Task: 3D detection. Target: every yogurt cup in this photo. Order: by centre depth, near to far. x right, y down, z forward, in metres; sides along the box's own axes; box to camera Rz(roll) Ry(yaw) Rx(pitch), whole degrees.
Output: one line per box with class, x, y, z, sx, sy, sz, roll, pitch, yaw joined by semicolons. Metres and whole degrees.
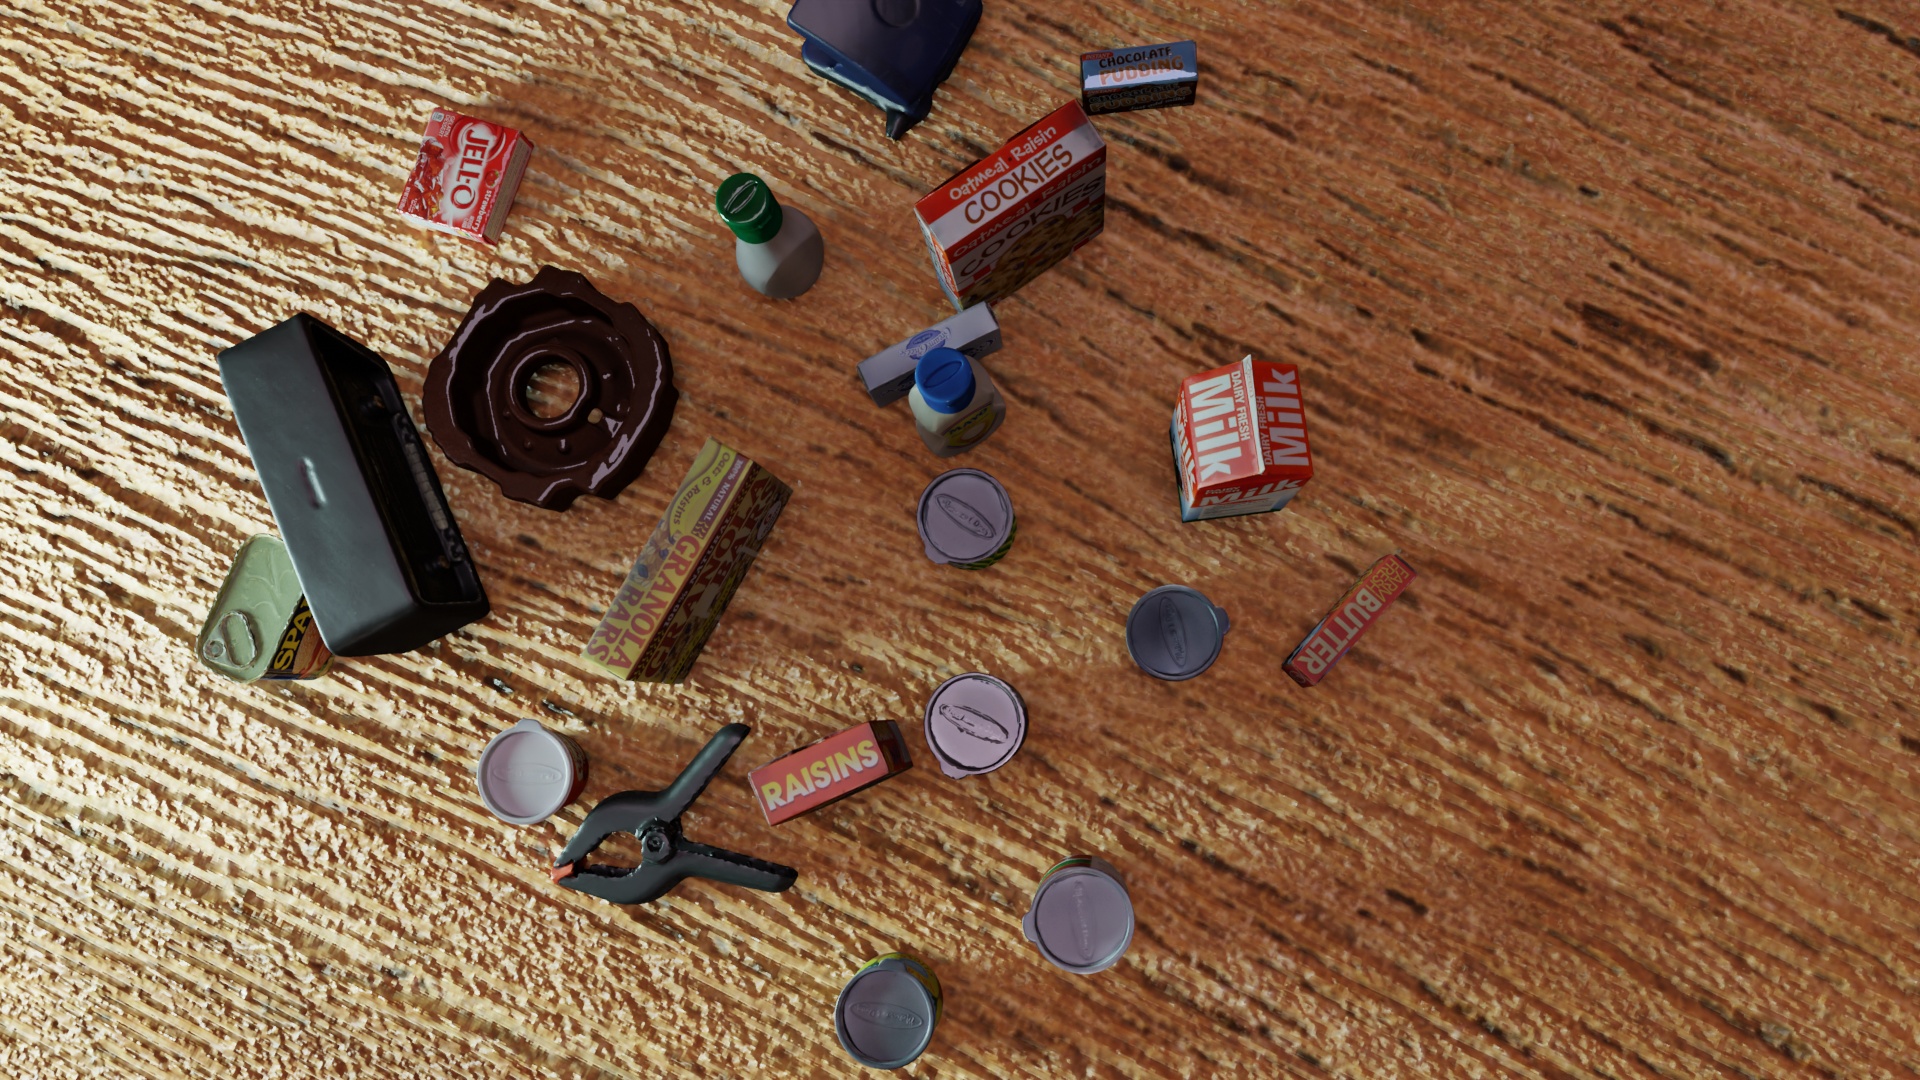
yogurt cup;-0.297;0.164;0.977;0.072;0.054;0.072;-1;83;5

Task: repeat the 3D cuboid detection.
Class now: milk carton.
milk carton;0.179;-0.063;0.896;0.073;0.190;0.072;-7;83;4

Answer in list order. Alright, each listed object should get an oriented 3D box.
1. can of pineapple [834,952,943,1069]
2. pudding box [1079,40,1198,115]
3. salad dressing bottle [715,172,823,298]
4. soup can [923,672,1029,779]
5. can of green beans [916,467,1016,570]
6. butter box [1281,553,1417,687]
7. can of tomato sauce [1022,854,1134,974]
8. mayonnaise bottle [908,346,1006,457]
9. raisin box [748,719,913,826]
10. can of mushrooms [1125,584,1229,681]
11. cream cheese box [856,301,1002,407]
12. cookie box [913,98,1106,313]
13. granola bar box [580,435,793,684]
can of pineapple;-0.046;0.313;0.933;0.071;0.058;0.071;-1;83;5
pudding box;0.129;-0.335;1.007;0.084;0.049;0.030;-5;83;5
salad dressing bottle;-0.133;-0.211;0.965;0.044;0.147;0.064;43;89;8
soup can;0.011;0.125;0.940;0.071;0.083;0.071;-1;83;5
can of green beans;0.005;-0.014;0.972;0.071;0.058;0.071;-1;83;5
butter box;0.262;0.055;0.942;0.024;0.053;0.103;43;88;8
can of tomato sauce;0.079;0.246;0.918;0.071;0.083;0.071;-1;83;5
mayonnaise bottle;-0.004;-0.094;0.938;0.065;0.148;0.041;-33;81;1
raisin box;-0.083;0.152;0.925;0.086;0.123;0.040;-24;82;2
can of mushrooms;0.150;0.064;0.961;0.071;0.033;0.071;-1;83;5
cream cheese box;-0.021;-0.132;0.992;0.104;0.053;0.024;-26;82;1
cookie box;0.037;-0.218;0.940;0.123;0.167;0.040;-34;81;0
granola bar box;-0.181;0.019;0.950;0.039;0.124;0.165;29;86;8
